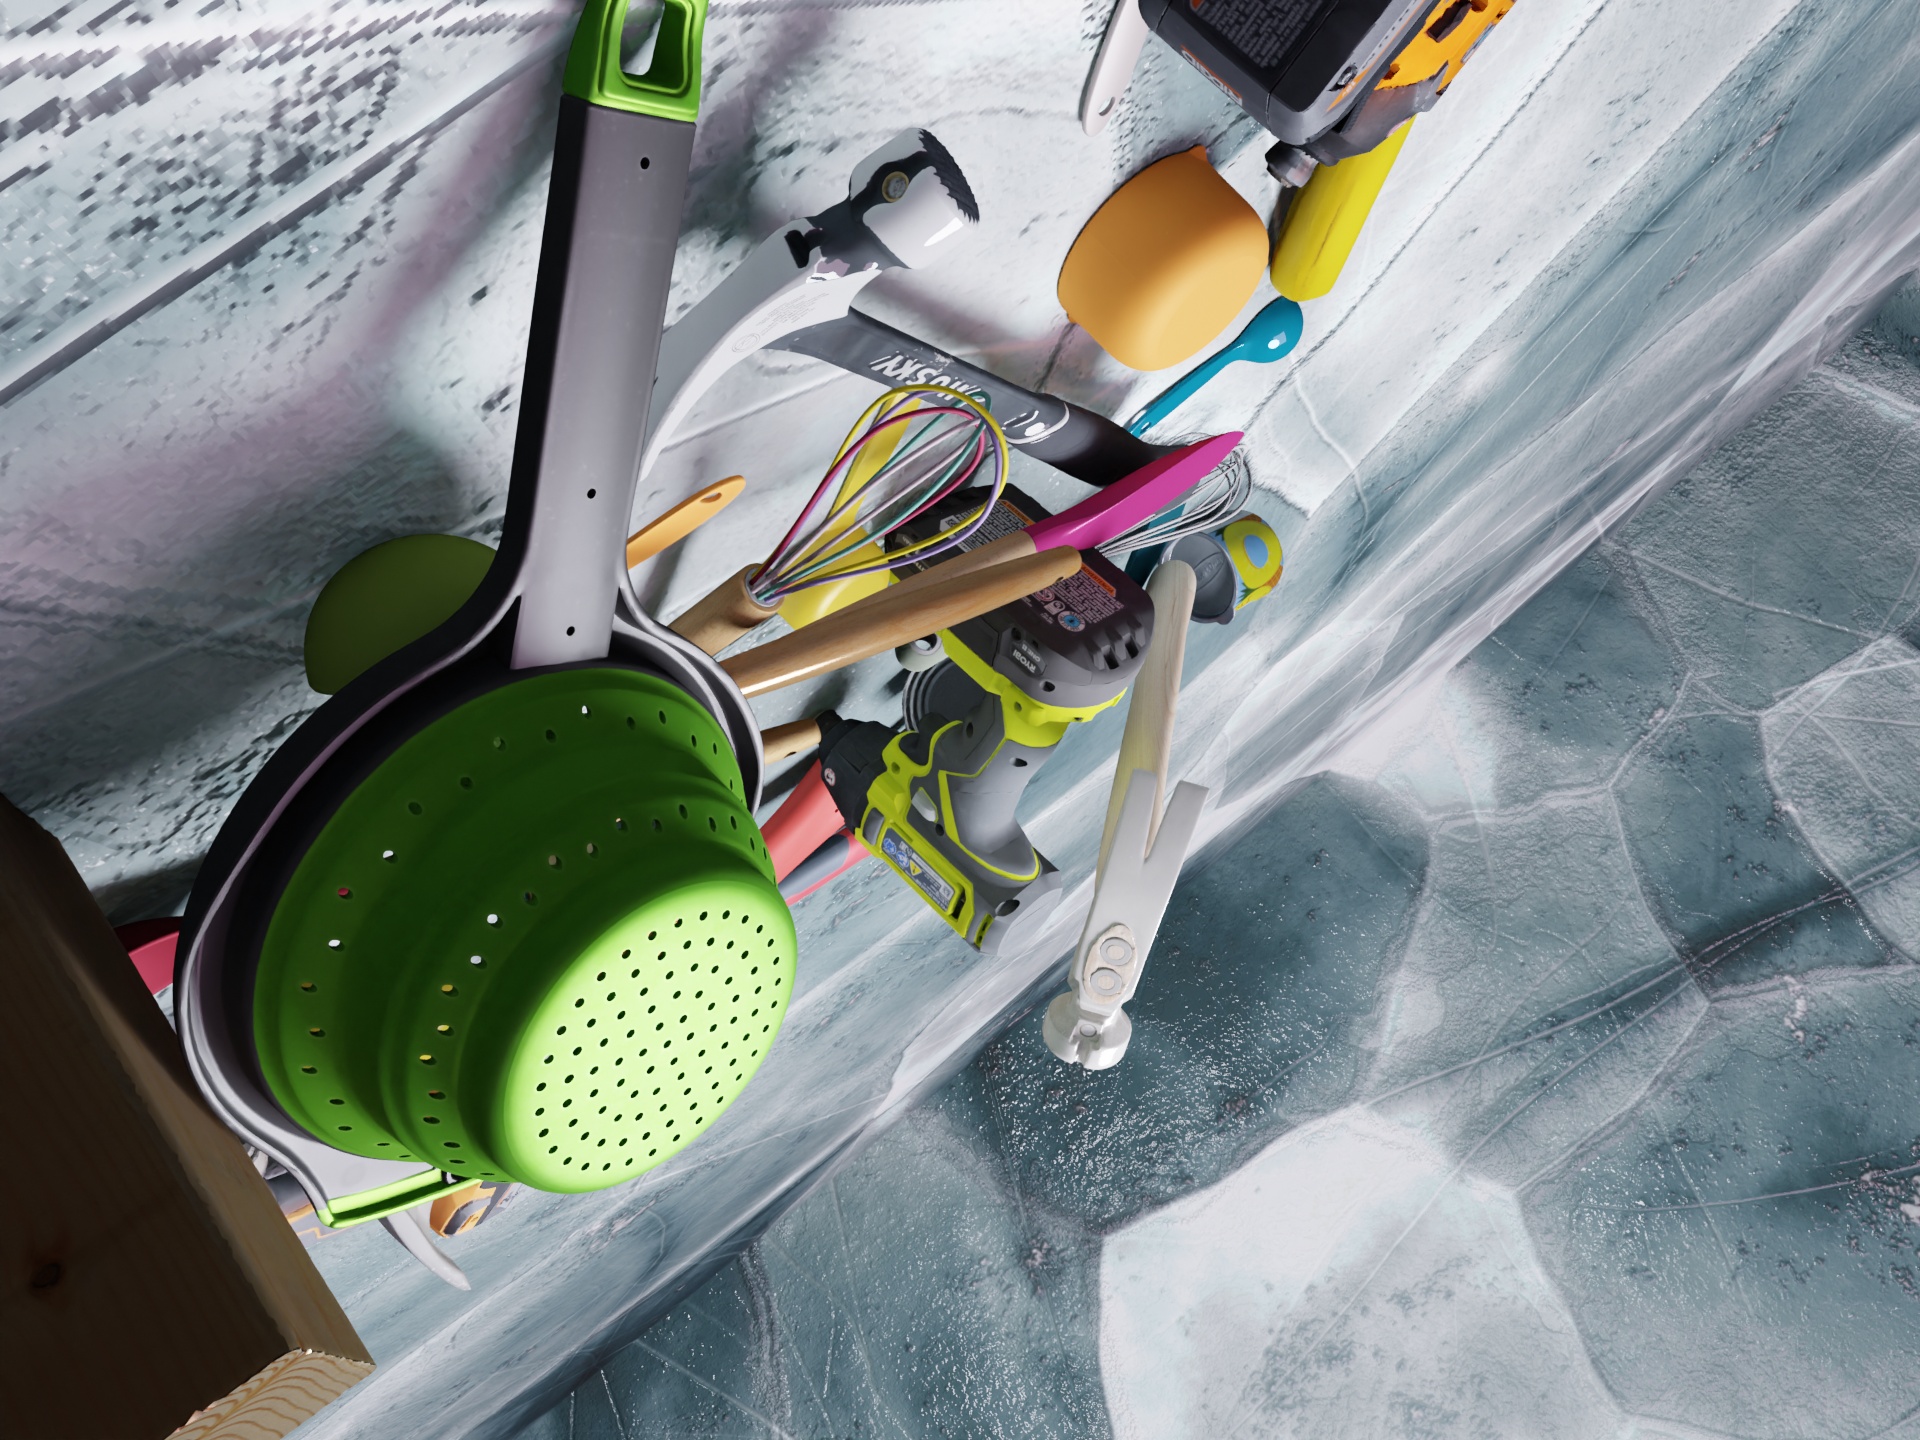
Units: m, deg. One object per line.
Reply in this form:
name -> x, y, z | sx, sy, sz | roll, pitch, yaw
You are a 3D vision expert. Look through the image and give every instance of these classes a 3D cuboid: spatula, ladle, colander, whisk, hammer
spatula -> 0.027, -0.042, 1.008 | 0.317, 0.044, 0.082 | -36, 166, 3
ladle -> -0.193, 0.022, 0.624 | 0.078, 0.062, 0.320 | -19, 160, -18
colander -> -0.099, 0.001, 0.457 | 0.204, 0.095, 0.397 | -11, 123, -48
whisk -> 0.067, -0.096, 0.914 | 0.246, 0.058, 0.059 | -31, 170, -13
hammer -> -0.175, 0.146, 0.887 | 0.359, 0.037, 0.149 | -43, 141, -31
ladle -> -0.202, 0.054, 0.620 | 0.315, 0.031, 0.069 | -20, 170, -17
hammer -> 0.019, -0.125, 0.662 | 0.149, 0.036, 0.408 | -29, 167, 22
hammer -> -0.085, 0.085, 1.061 | 0.386, 0.038, 0.143 | -31, 160, -29
hammer -> 0.102, -0.003, 0.838 | 0.411, 0.038, 0.146 | -69, 174, -60
whisk -> -0.066, -0.063, 0.610 | 0.047, 0.051, 0.245 | 23, 147, -32

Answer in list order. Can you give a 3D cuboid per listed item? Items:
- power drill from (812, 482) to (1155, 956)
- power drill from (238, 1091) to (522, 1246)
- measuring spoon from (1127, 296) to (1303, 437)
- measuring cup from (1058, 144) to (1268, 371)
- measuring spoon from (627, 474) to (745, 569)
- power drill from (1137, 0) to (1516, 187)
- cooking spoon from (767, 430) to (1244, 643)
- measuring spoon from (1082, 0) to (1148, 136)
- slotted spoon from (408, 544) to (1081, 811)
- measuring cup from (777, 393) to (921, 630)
power drill -> -0.001, -0.003, 0.816 | 0.080, 0.171, 0.223 | -29, 152, -39
power drill -> -0.334, 0.242, 0.854 | 0.226, 0.084, 0.185 | -15, 149, -47
measuring spoon -> 0.143, -0.187, 0.879 | 0.128, 0.021, 0.042 | -39, 164, -9
measuring cup -> 0.116, -0.201, 0.726 | 0.173, 0.052, 0.095 | -13, 149, -54
measuring spoon -> -0.124, -0.062, 0.577 | 0.117, 0.011, 0.021 | -28, 169, 23
power drill -> 0.145, -0.259, 0.561 | 0.164, 0.084, 0.226 | -50, 172, 30
cooking spoon -> 0.009, -0.067, 0.686 | 0.319, 0.017, 0.068 | -28, 169, -31
measuring spoon -> 0.069, -0.251, 0.551 | 0.034, 0.018, 0.124 | -30, 161, -31
slotted spoon -> -0.069, -0.021, 0.590 | 0.313, 0.031, 0.070 | -22, 169, -35
measuring cup -> -0.039, -0.093, 0.707 | 0.062, 0.029, 0.156 | -24, 156, -43
